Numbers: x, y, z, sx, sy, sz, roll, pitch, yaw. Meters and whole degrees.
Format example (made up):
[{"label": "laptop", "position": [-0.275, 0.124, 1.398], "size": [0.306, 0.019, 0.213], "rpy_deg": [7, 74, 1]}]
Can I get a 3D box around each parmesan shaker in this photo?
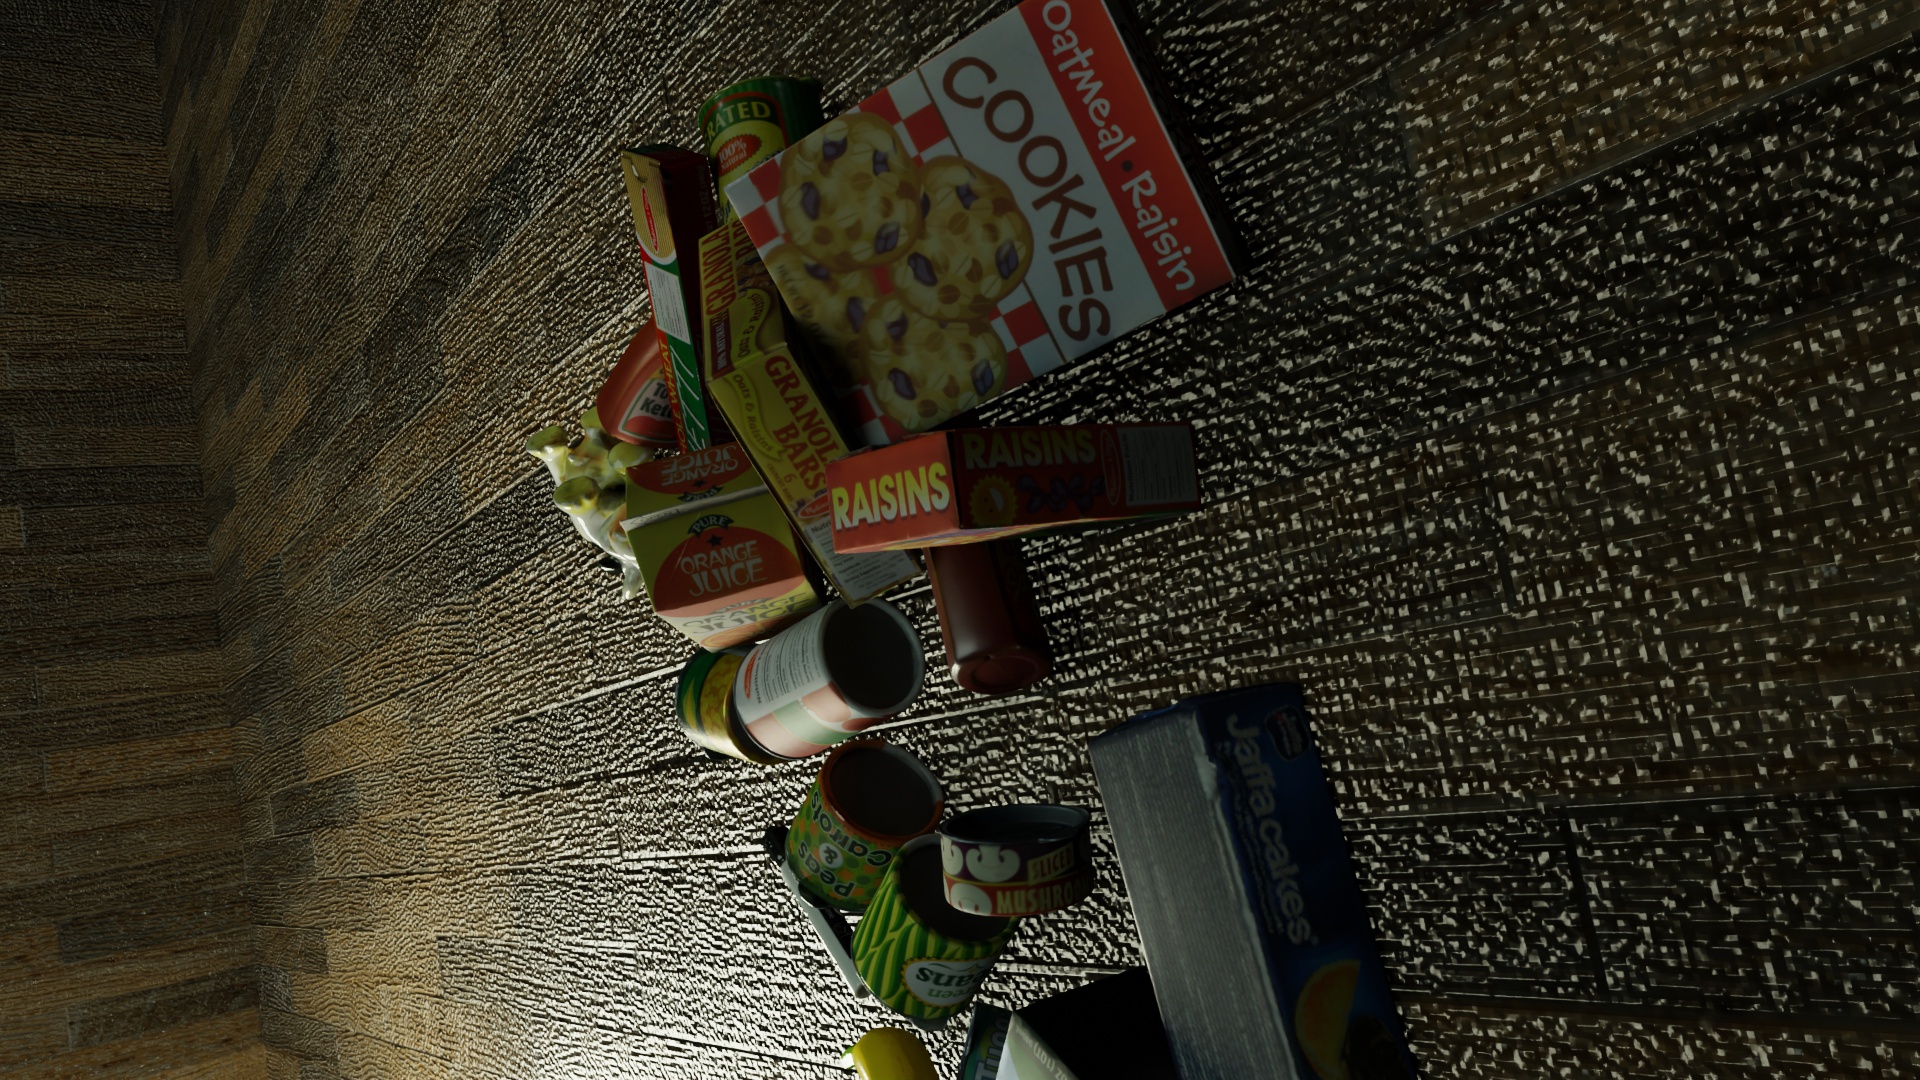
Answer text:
[{"label": "parmesan shaker", "position": [-0.092, -0.181, 0.725], "size": [0.071, 0.071, 0.103], "rpy_deg": [-30, 70, 50]}]

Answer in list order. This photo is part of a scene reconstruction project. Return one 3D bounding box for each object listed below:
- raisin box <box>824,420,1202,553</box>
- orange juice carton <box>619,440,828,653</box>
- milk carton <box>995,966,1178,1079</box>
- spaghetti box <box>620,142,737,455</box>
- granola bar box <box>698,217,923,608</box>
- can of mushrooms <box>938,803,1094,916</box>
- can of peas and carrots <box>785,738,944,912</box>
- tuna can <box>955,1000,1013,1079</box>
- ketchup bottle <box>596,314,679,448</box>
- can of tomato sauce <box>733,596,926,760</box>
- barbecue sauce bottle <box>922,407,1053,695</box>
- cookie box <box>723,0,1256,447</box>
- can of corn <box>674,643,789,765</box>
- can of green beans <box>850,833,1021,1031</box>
[{"label": "raisin box", "position": [0.021, -0.022, 0.546], "size": [0.086, 0.124, 0.040], "rpy_deg": [-9, 87, 53]}, {"label": "orange juice carton", "position": [-0.112, 0.002, 0.686], "size": [0.192, 0.072, 0.073], "rpy_deg": [91, 165, -78]}, {"label": "milk carton", "position": [0.051, 0.283, 0.579], "size": [0.072, 0.073, 0.189], "rpy_deg": [35, 120, 46]}, {"label": "spaghetti box", "position": [-0.143, -0.092, 0.772], "size": [0.050, 0.029, 0.248], "rpy_deg": [30, 135, 47]}, {"label": "granola bar box", "position": [-0.072, -0.064, 0.627], "size": [0.123, 0.039, 0.166], "rpy_deg": [61, -174, -32]}, {"label": "can of mushrooms", "position": [0.026, 0.138, 0.602], "size": [0.071, 0.071, 0.033], "rpy_deg": [-2, 93, 52]}, {"label": "can of peas and carrots", "position": [-0.049, 0.144, 0.697], "size": [0.071, 0.071, 0.058], "rpy_deg": [54, 132, 34]}, {"label": "tuna can", "position": [0.015, 0.243, 0.626], "size": [0.071, 0.033, 0.071], "rpy_deg": [8, -84, -86]}, {"label": "ketchup bottle", "position": [-0.158, -0.118, 0.822], "size": [0.148, 0.065, 0.044], "rpy_deg": [-49, 51, 33]}, {"label": "can of tomato sauce", "position": [-0.066, 0.071, 0.714], "size": [0.082, 0.071, 0.071], "rpy_deg": [-31, 70, 45]}, {"label": "barbecue sauce bottle", "position": [0.002, -0.008, 0.628], "size": [0.043, 0.064, 0.149], "rpy_deg": [-19, 65, 11]}, {"label": "cookie box", "position": [0.009, -0.122, 0.536], "size": [0.167, 0.040, 0.123], "rpy_deg": [-24, 99, 25]}, {"label": "can of corn", "position": [-0.119, 0.093, 0.785], "size": [0.058, 0.071, 0.071], "rpy_deg": [2, 95, 52]}, {"label": "can of green beans", "position": [-0.011, 0.182, 0.656], "size": [0.071, 0.071, 0.057], "rpy_deg": [53, 132, 35]}]
